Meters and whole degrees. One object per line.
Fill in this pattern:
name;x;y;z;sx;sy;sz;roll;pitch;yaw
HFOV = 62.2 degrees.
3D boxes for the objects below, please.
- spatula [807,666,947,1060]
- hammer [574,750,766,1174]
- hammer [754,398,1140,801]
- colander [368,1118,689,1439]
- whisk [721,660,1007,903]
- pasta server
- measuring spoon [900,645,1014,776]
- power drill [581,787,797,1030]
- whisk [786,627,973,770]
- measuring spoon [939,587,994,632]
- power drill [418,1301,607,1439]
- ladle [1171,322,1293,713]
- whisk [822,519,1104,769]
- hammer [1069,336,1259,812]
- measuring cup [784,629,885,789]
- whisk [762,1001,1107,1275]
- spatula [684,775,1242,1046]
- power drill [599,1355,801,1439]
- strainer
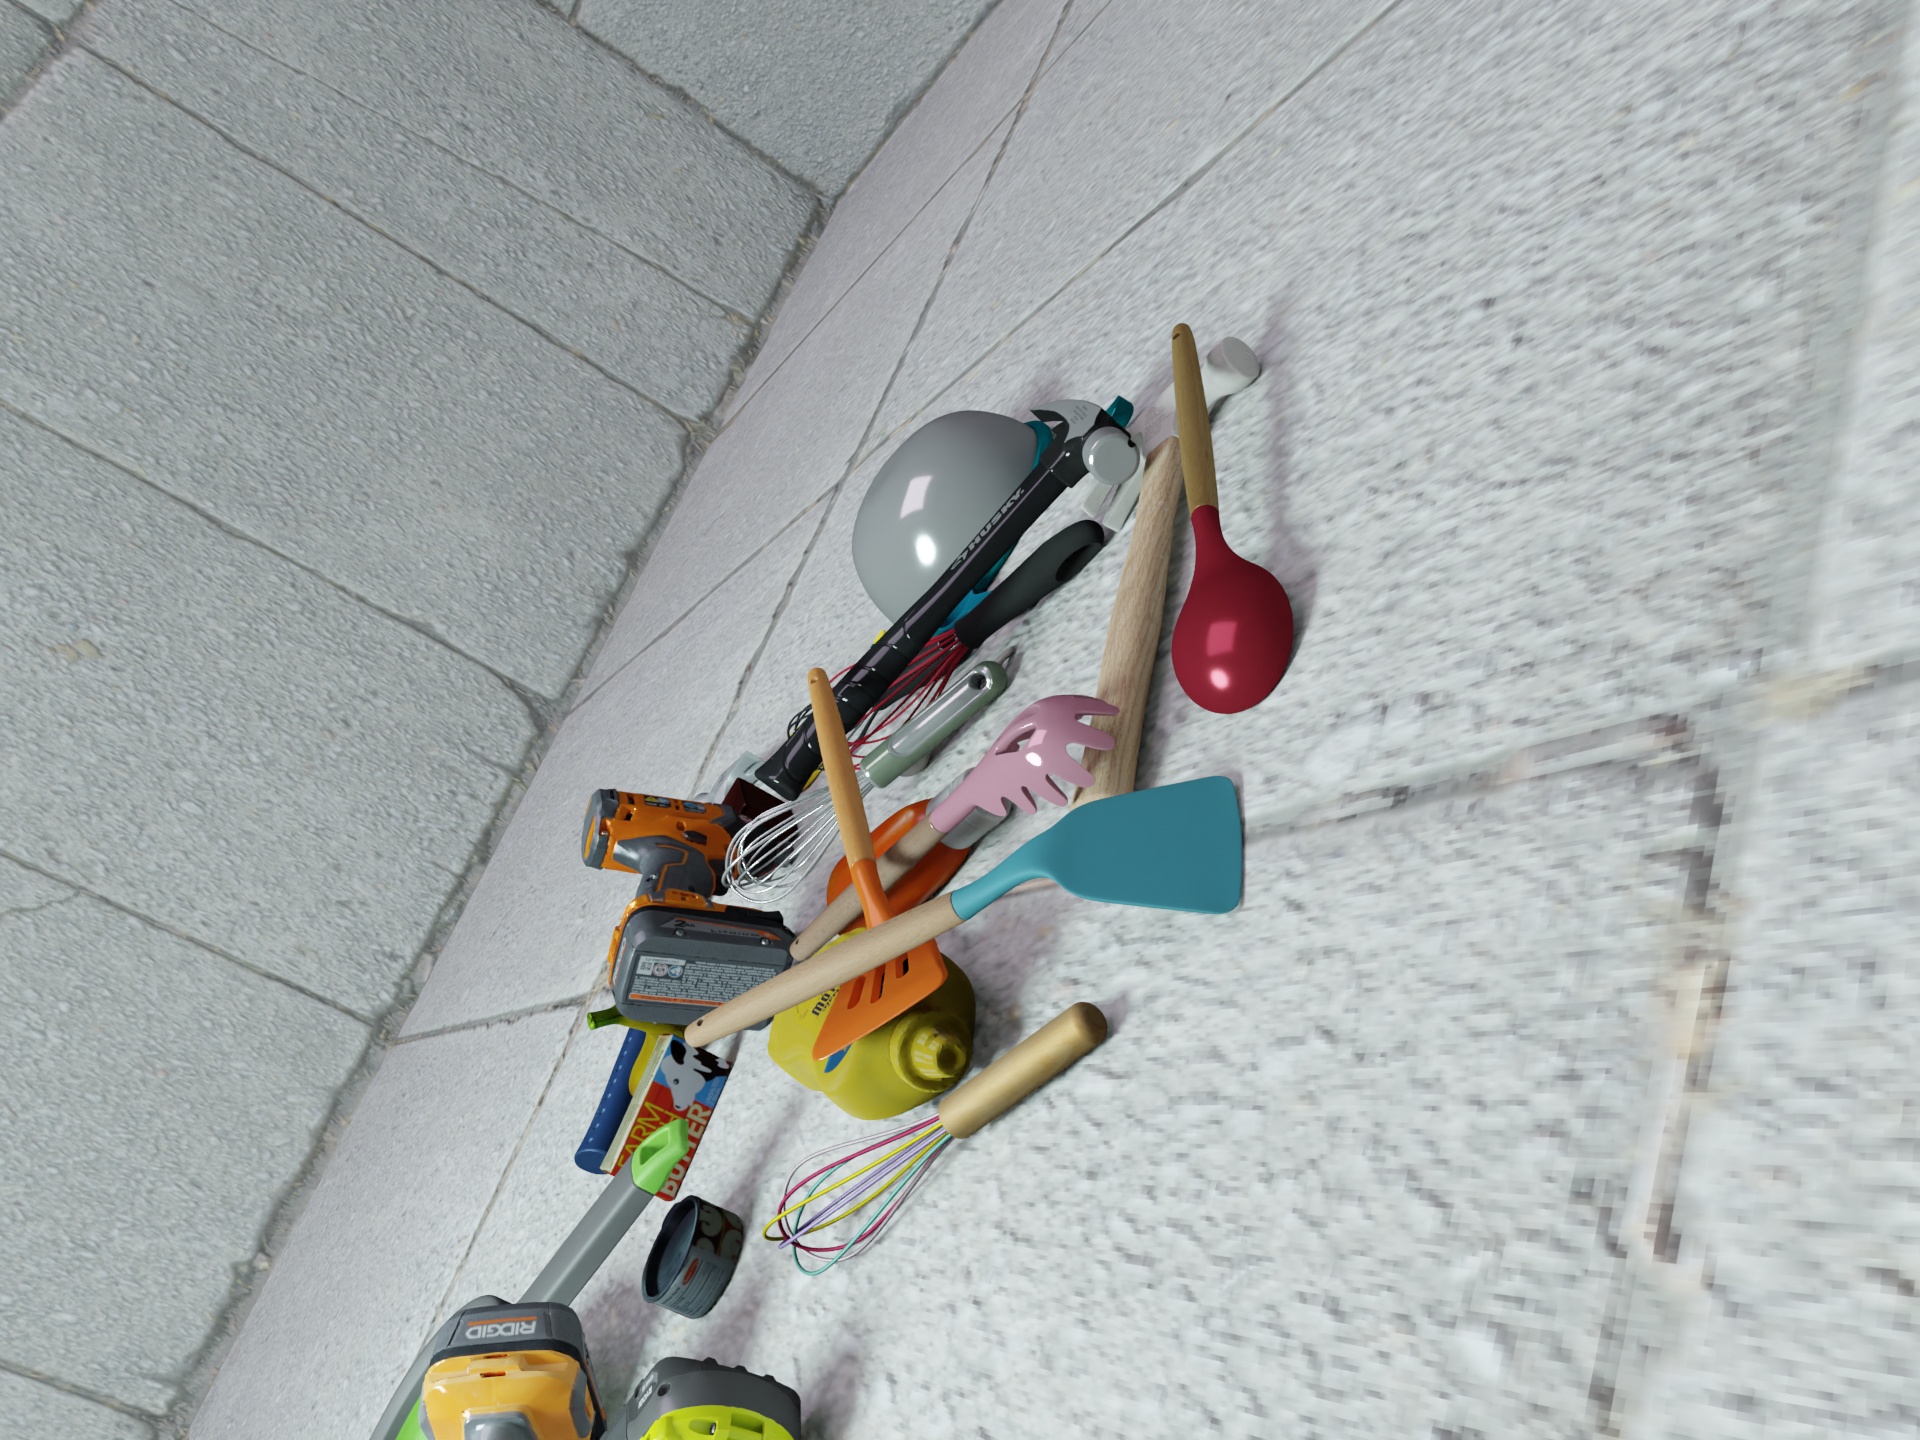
spatula;-0.063;0.062;0.900;0.081;0.041;0.323;-33;38;11
hammer;-0.247;0.195;1.371;0.144;0.035;0.406;-42;25;42
hammer;-0.019;-0.075;1.037;0.334;0.035;0.146;-47;22;12
colander;-0.255;0.412;0.978;0.397;0.094;0.205;-52;20;10
whisk;-0.066;0.041;1.070;0.246;0.059;0.058;-39;67;13
pasta server;-0.017;0.072;0.895;0.316;0.040;0.060;-45;24;45
measuring spoon;-0.002;-0.003;1.088;0.124;0.018;0.034;-46;8;18
power drill;-0.186;0.129;1.164;0.227;0.164;0.084;-122;46;-59
whisk;-0.064;-0.016;1.214;0.239;0.055;0.055;-32;33;46
measuring spoon;0.024;-0.079;1.138;0.129;0.021;0.042;1;61;59
power drill;-0.227;0.434;0.787;0.226;0.084;0.185;-98;5;-56
ladle;0.130;-0.125;0.850;0.069;0.031;0.316;-34;35;30
whisk;-0.009;-0.049;1.096;0.296;0.073;0.073;-37;28;34
hammer;0.101;-0.075;0.900;0.130;0.031;0.332;-38;28;46
measuring cup;-0.111;-0.014;1.349;0.156;0.029;0.062;-61;19;-2
whisk;-0.018;0.203;0.766;0.245;0.047;0.051;-43;26;32
spatula;-0.013;0.105;0.761;0.317;0.044;0.082;-29;34;29
power drill;-0.125;0.408;0.676;0.171;0.080;0.223;-57;21;22
strainer;0.005;-0.185;1.213;0.340;0.095;0.211;-29;35;59
